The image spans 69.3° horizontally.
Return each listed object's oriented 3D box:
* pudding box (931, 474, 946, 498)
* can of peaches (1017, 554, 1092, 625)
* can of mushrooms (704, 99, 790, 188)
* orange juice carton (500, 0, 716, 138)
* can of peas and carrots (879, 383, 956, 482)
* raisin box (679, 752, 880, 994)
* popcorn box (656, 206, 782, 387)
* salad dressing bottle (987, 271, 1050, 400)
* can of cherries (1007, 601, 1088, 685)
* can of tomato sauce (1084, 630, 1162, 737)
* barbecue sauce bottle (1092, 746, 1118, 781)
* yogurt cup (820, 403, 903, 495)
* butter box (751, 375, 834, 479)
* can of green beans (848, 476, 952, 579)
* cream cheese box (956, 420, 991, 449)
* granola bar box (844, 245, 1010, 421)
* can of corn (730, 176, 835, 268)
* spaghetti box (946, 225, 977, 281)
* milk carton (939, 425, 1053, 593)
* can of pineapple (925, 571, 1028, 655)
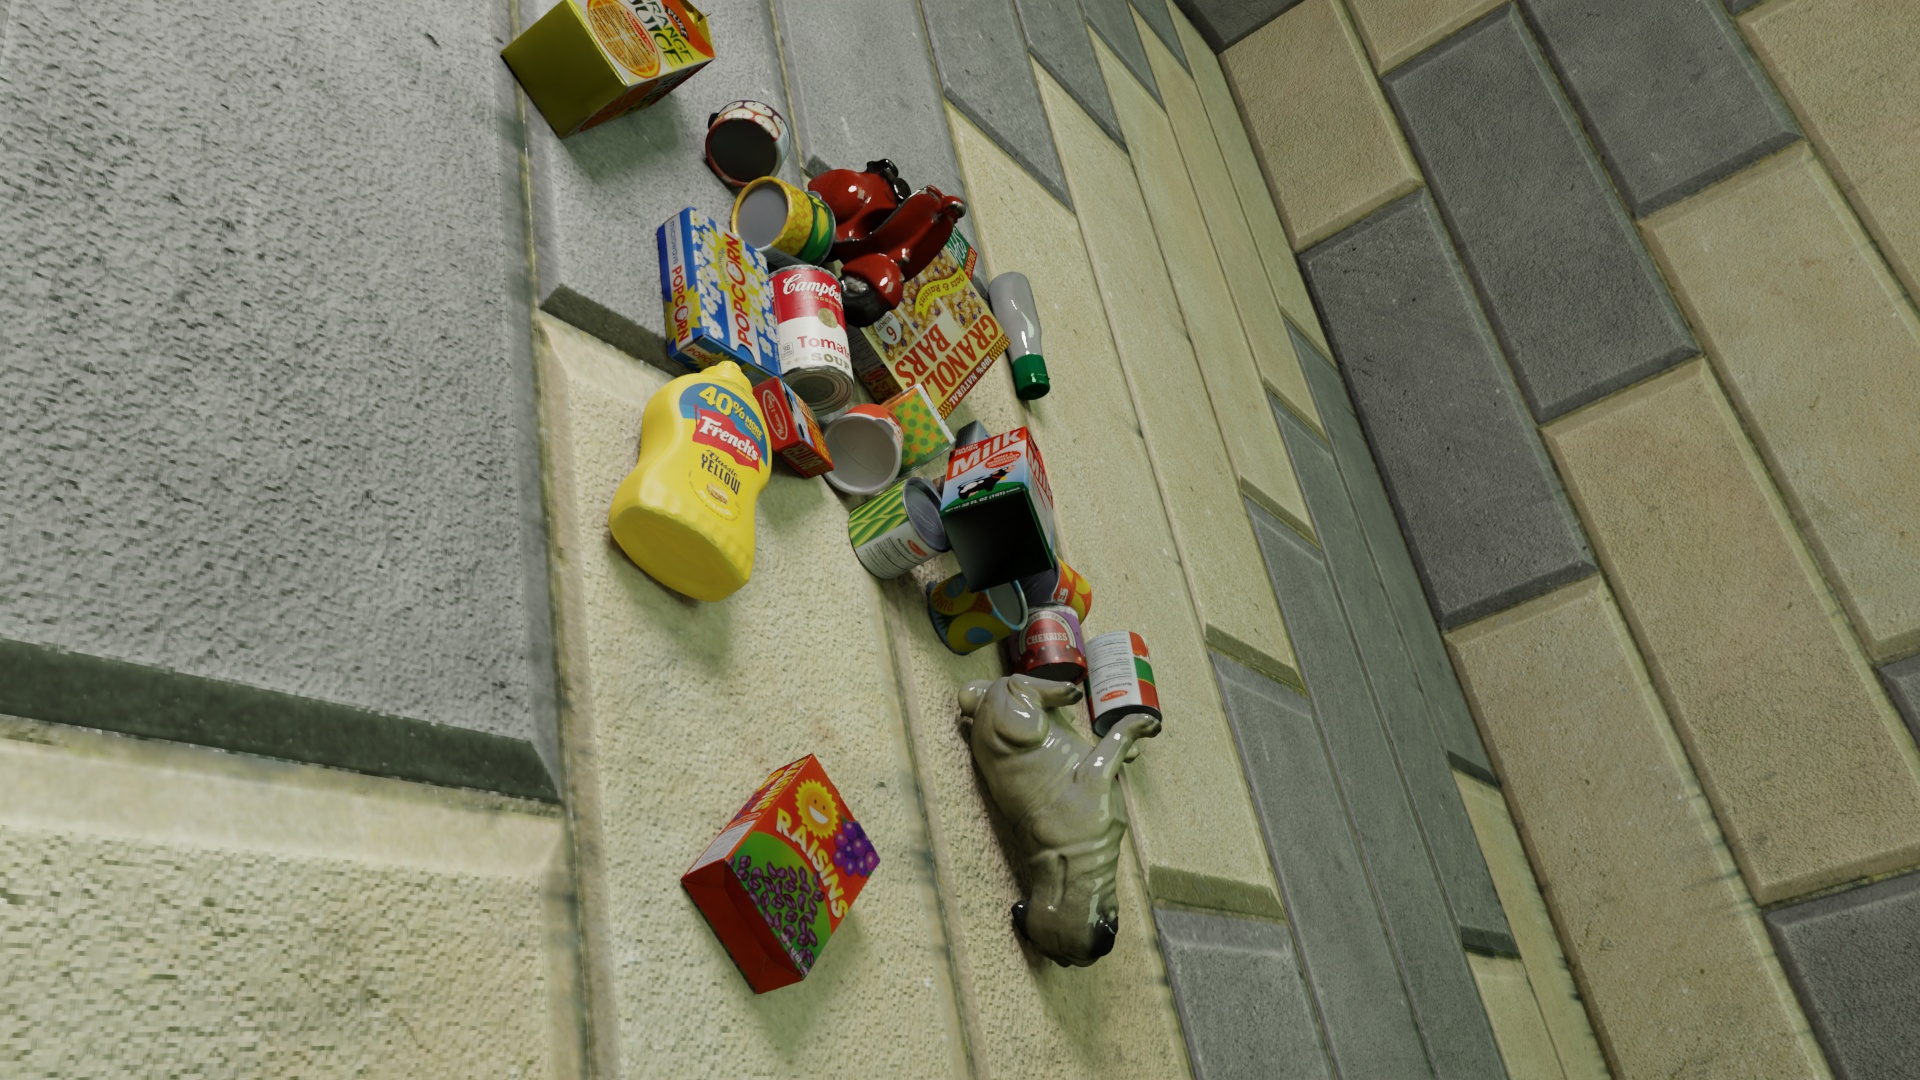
[{"bbox_3d":[0.004,-0.016,1.237,0.083,0.030,0.050,51,29,-22],"label":"pudding box"},{"bbox_3d":[0.079,0.050,1.270,0.058,0.071,0.071,37,36,-44],"label":"can of peaches"},{"bbox_3d":[-0.179,-0.330,1.156,0.071,0.071,0.034,48,31,-29],"label":"can of mushrooms"},{"bbox_3d":[-0.252,-0.370,1.051,0.073,0.071,0.194,56,27,-14],"label":"orange juice carton"},{"bbox_3d":[-0.048,-0.090,1.173,0.058,0.071,0.071,58,26,-10],"label":"can of peas and carrots"},{"bbox_3d":[-0.104,0.197,0.835,0.086,0.040,0.124,58,26,-8],"label":"raisin box"},{"bbox_3d":[-0.181,-0.177,1.042,0.085,0.038,0.127,29,41,-50],"label":"popcorn box"},{"bbox_3d":[0.067,-0.225,1.529,0.064,0.044,0.148,29,43,-52],"label":"salad dressing bottle"},{"bbox_3d":[0.075,0.095,1.220,0.071,0.071,0.058,31,41,-47],"label":"can of cherries"},{"bbox_3d":[0.153,0.139,1.325,0.071,0.071,0.083,37,36,-43],"label":"can of tomato sauce"},{"bbox_3d":[0.106,0.246,1.167,0.064,0.043,0.149,46,31,-30],"label":"barbecue sauce bottle"},{"bbox_3d":[-0.077,-0.076,1.110,0.072,0.072,0.054,56,19,-14],"label":"yogurt cup"},{"bbox_3d":[-0.124,-0.082,1.033,0.103,0.024,0.053,49,19,-78],"label":"butter box"},{"bbox_3d":[-0.047,-0.009,1.106,0.071,0.057,0.071,42,33,-36],"label":"can of green beans"},{"bbox_3d":[0.018,-0.063,1.311,0.053,0.024,0.104,48,30,-29],"label":"cream cheese box"},{"bbox_3d":[-0.034,-0.183,1.264,0.124,0.039,0.166,54,44,-17],"label":"granola bar box"},{"bbox_3d":[-0.146,-0.263,1.147,0.058,0.071,0.071,12,56,-57],"label":"can of corn"},{"bbox_3d":[-0.020,-0.246,1.405,0.050,0.028,0.251,49,30,-26],"label":"spaghetti box"},{"bbox_3d":[0.033,-0.036,1.154,0.191,0.072,0.073,-81,152,-66],"label":"milk carton"},{"bbox_3d":[0.014,0.054,1.158,0.071,0.057,0.071,42,33,-36],"label":"can of pineapple"}]
